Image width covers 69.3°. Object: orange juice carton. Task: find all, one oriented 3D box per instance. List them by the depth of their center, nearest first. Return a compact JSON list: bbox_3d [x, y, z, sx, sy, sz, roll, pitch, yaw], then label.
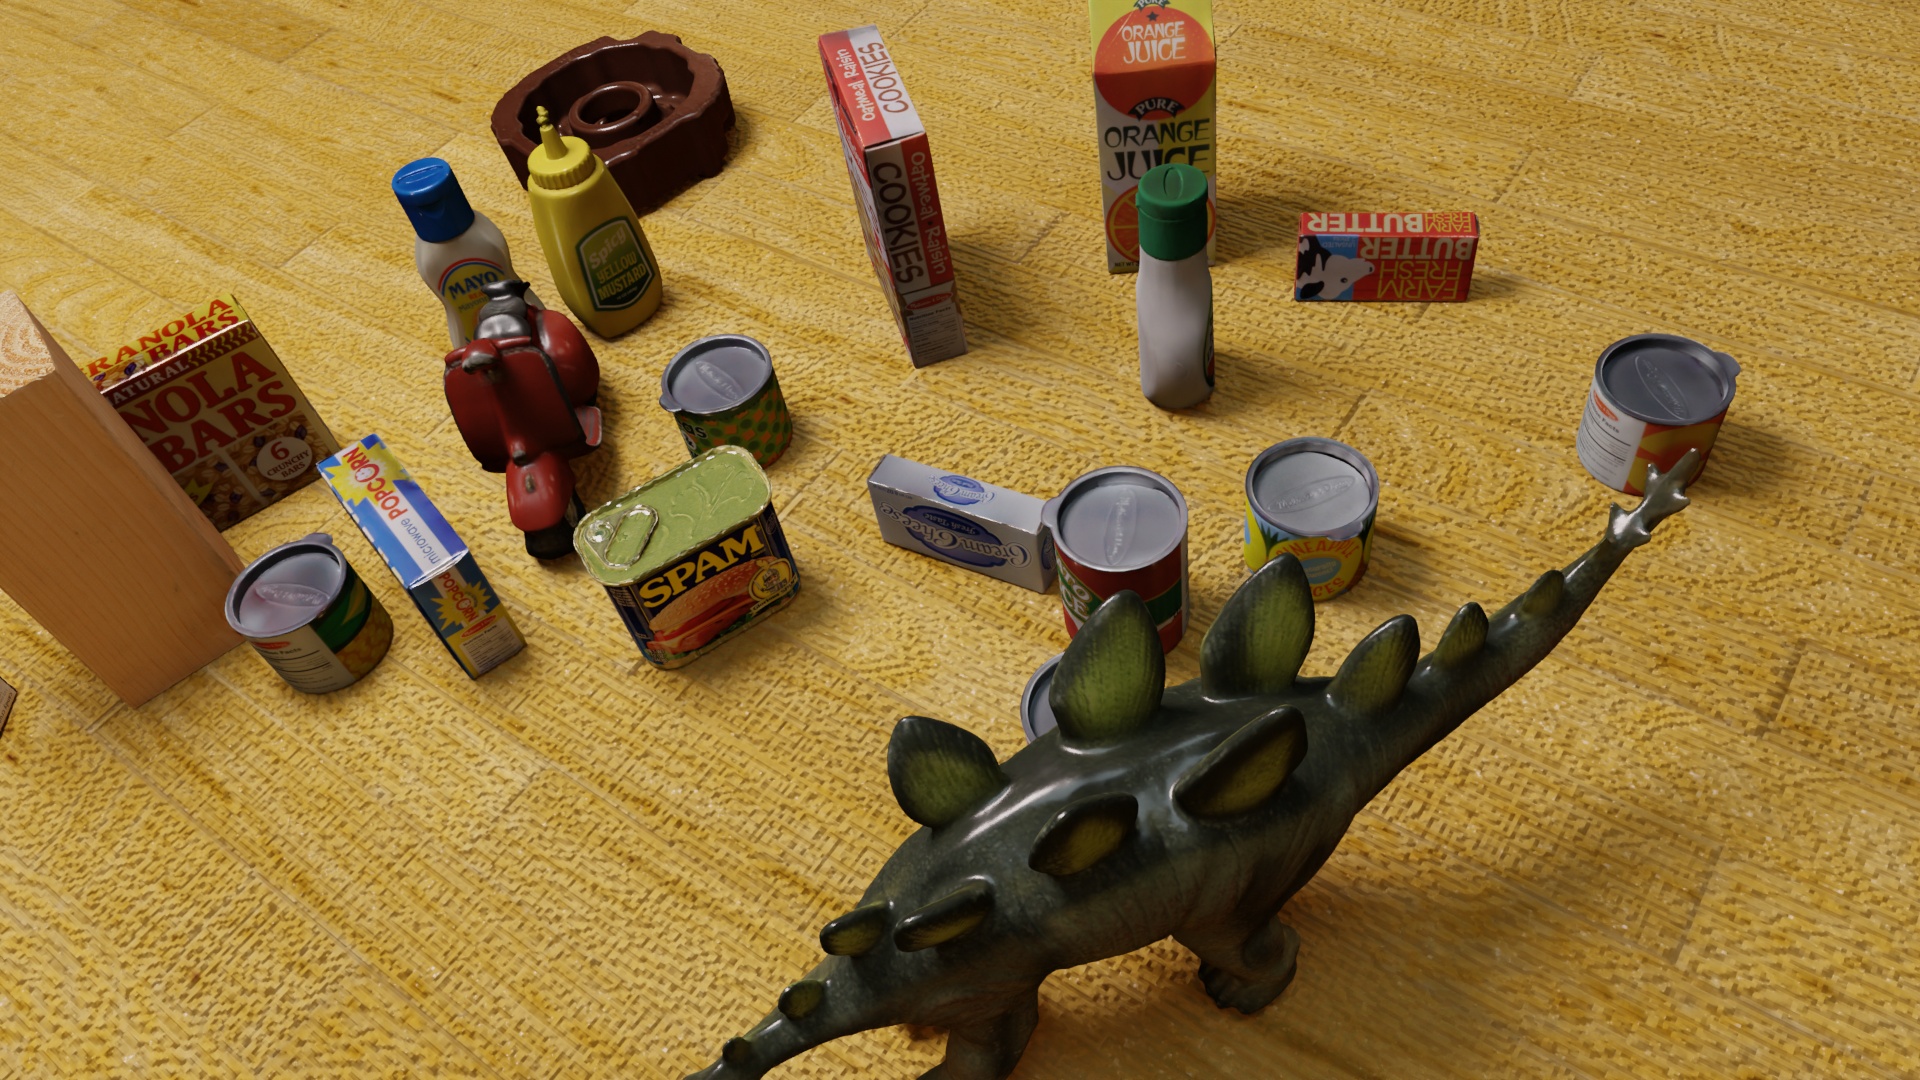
[{"bbox_3d":[0.119,-0.261,0.847,0.072,0.191,0.073,-3,51,8],"label":"orange juice carton"}]

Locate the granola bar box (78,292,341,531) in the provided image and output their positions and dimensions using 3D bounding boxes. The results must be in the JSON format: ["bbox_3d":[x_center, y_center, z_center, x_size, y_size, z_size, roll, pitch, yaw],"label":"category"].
[{"bbox_3d":[-0.476,-0.056,0.829,0.166,0.123,0.039,-33,53,-16],"label":"granola bar box"}]

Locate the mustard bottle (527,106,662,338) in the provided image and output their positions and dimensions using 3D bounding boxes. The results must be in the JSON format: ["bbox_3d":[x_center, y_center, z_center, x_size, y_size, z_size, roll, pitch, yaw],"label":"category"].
[{"bbox_3d":[-0.240,-0.204,0.885,0.065,0.159,0.049,-39,55,-21],"label":"mustard bottle"}]

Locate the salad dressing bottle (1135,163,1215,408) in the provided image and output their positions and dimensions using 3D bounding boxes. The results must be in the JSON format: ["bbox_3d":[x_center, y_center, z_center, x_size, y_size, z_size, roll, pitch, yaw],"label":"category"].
[{"bbox_3d":[0.120,-0.139,0.776,0.044,0.147,0.064,-2,51,9],"label":"salad dressing bottle"}]

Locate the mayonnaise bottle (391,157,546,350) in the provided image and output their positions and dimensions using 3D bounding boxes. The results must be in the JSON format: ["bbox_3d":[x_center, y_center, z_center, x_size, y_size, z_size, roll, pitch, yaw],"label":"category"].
[{"bbox_3d":[-0.310,-0.170,0.877,0.065,0.147,0.041,-22,51,-8],"label":"mayonnaise bottle"}]

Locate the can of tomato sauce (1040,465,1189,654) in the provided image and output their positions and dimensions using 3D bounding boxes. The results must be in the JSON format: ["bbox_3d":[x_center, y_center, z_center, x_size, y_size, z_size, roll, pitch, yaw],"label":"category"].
[{"bbox_3d":[0.080,0.014,0.698,0.071,0.082,0.071,-5,50,6],"label":"can of tomato sauce"}]

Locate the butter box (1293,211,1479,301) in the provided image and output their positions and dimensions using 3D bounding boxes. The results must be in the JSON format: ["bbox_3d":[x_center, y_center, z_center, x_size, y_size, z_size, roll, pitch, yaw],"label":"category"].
[{"bbox_3d":[0.256,-0.171,0.839,0.103,0.053,0.024,2,52,12],"label":"butter box"}]

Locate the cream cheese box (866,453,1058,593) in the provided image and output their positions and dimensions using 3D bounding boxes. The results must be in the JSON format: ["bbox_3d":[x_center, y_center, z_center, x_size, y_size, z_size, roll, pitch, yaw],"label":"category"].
[{"bbox_3d":[0.003,-0.009,0.751,0.104,0.053,0.024,18,56,23],"label":"cream cheese box"}]

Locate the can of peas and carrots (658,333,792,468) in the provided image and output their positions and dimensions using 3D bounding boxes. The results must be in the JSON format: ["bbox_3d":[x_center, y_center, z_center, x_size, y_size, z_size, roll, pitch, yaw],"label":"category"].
[{"bbox_3d":[-0.140,-0.079,0.830,0.071,0.058,0.071,-5,50,6],"label":"can of peas and carrots"}]

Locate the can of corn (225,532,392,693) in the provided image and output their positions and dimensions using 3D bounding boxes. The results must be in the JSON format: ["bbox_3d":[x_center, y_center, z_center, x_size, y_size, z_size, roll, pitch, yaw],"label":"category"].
[{"bbox_3d":[-0.358,0.041,0.771,0.071,0.058,0.071,-5,50,6],"label":"can of corn"}]

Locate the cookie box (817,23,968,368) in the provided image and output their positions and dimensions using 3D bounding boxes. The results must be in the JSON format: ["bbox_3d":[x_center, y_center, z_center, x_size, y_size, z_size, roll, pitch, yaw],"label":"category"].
[{"bbox_3d":[-0.041,-0.208,0.848,0.040,0.166,0.123,-18,50,-4],"label":"cookie box"}]

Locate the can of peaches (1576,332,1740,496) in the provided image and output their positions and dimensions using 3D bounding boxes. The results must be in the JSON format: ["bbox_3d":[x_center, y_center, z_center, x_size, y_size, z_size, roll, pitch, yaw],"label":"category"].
[{"bbox_3d":[0.366,-0.066,0.730,0.071,0.057,0.071,-5,50,6],"label":"can of peaches"}]

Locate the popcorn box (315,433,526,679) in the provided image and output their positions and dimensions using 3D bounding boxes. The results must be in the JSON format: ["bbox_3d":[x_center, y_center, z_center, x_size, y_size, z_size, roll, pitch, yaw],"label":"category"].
[{"bbox_3d":[-0.298,0.008,0.769,0.038,0.084,0.127,-36,54,-19],"label":"popcorn box"}]

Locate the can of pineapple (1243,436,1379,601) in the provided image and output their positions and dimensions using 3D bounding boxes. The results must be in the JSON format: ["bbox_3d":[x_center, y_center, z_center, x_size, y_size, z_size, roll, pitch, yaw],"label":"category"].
[{"bbox_3d":[0.180,-0.009,0.716,0.071,0.057,0.071,-5,50,6],"label":"can of pineapple"}]

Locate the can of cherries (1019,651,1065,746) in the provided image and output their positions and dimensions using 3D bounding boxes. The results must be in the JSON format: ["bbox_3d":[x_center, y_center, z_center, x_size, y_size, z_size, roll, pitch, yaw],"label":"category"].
[{"bbox_3d":[0.066,0.092,0.653,0.071,0.058,0.072,-5,50,6],"label":"can of cherries"}]
